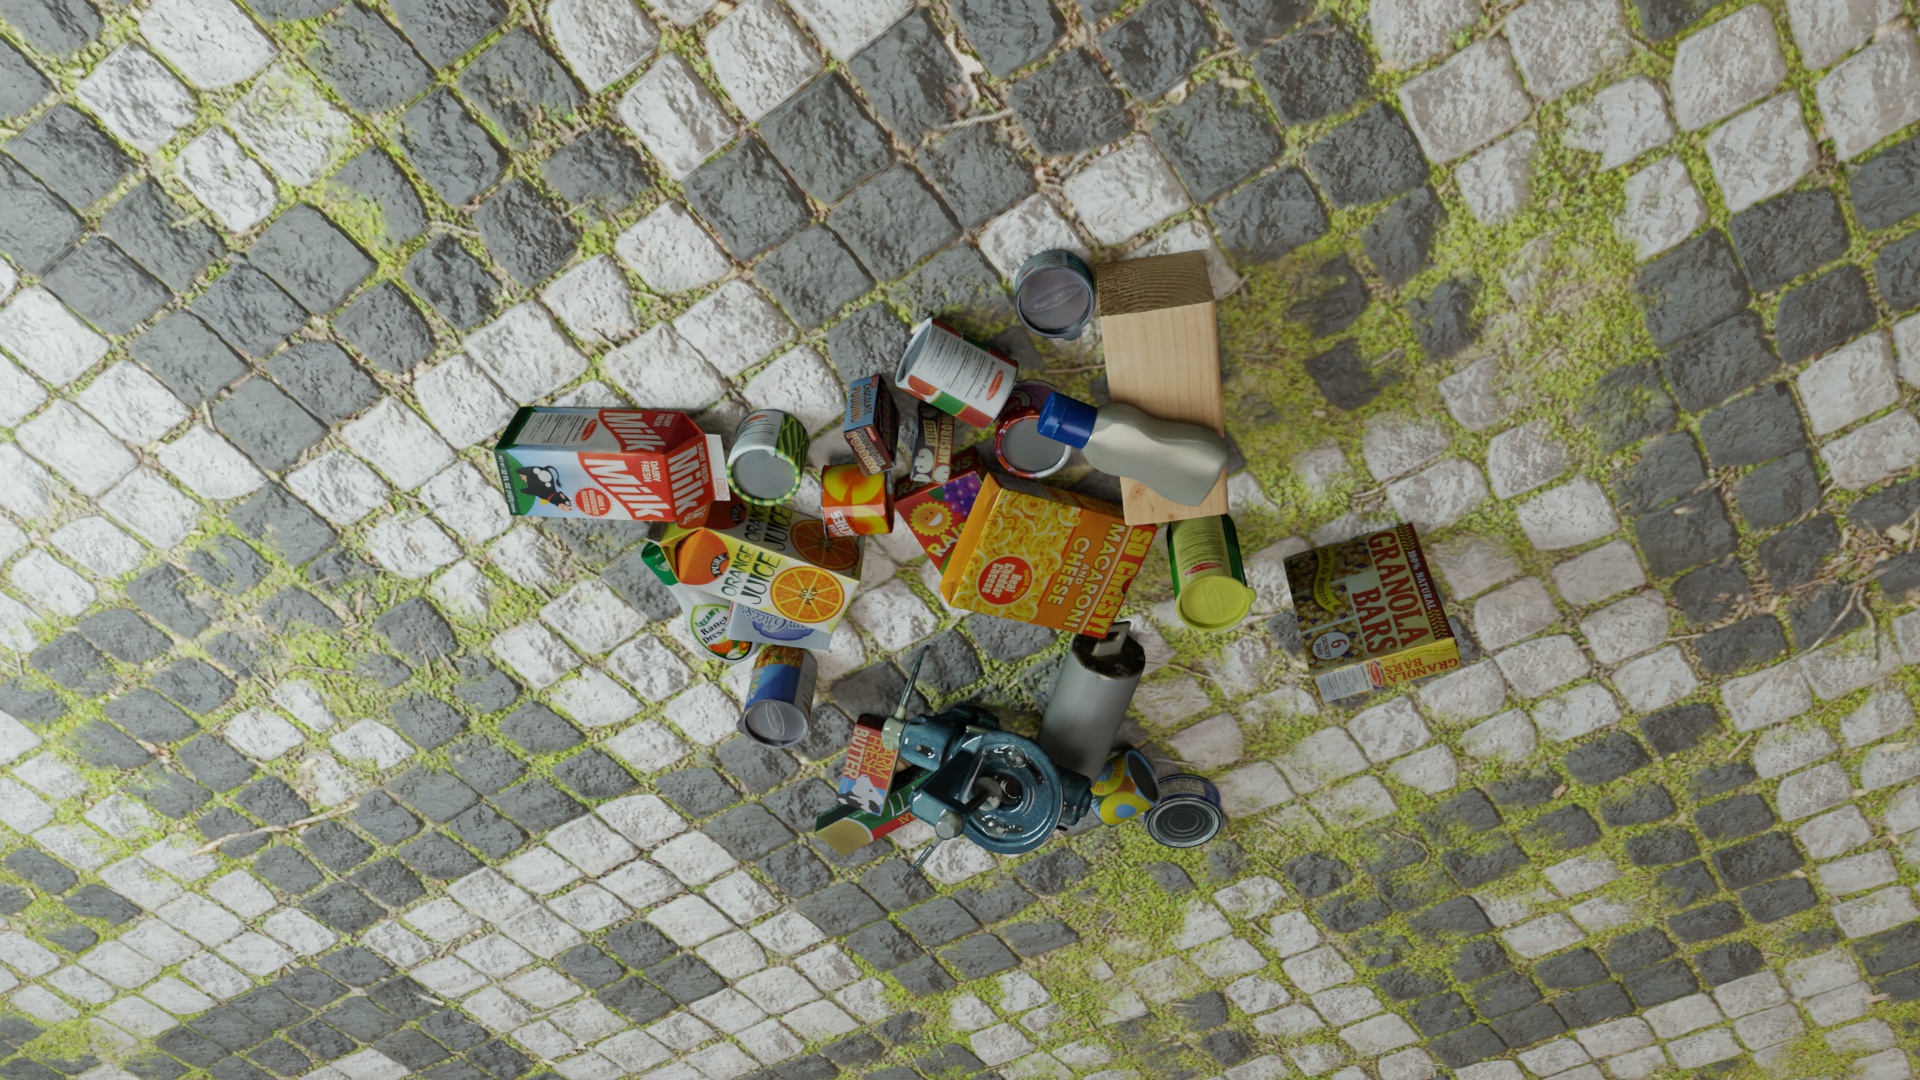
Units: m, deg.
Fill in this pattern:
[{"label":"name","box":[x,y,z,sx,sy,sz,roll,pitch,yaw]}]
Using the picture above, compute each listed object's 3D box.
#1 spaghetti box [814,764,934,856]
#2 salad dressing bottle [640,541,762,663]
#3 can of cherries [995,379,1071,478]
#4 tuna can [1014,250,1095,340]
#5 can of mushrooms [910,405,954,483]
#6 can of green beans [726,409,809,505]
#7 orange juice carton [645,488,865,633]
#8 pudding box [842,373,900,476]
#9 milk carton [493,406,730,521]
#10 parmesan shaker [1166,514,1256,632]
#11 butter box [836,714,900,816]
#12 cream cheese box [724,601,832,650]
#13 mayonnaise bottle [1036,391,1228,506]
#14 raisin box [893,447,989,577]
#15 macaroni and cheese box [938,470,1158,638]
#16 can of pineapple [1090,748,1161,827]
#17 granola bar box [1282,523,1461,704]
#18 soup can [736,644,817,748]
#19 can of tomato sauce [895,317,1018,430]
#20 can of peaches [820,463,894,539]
[{"label":"spaghetti box","box":[-0.049,0.272,1.504,0.249,0.029,0.050,-31,120,23]},{"label":"salad dressing bottle","box":[-0.248,0.055,1.335,0.064,0.044,0.147,-29,121,12]},{"label":"can of cherries","box":[0.060,-0.097,1.200,0.071,0.059,0.071,1,128,1]},{"label":"tuna can","box":[0.078,-0.200,1.137,0.071,0.033,0.070,1,127,1]},{"label":"can of mushrooms","box":[-0.025,-0.084,1.207,0.033,0.071,0.070,6,127,-4]},{"label":"can of green beans","box":[-0.170,-0.073,1.226,0.071,0.058,0.071,1,128,1]},{"label":"orange juice carton","box":[-0.191,0.010,1.282,0.193,0.072,0.072,20,125,-13]},{"label":"pudding box","box":[-0.075,-0.099,1.187,0.030,0.084,0.049,-16,125,13]},{"label":"milk carton","box":[-0.300,-0.067,1.221,0.191,0.074,0.072,2,127,4]},{"label":"parmesan shaker","box":[0.226,0.024,1.259,0.071,0.103,0.071,1,128,2]},{"label":"butter box","box":[-0.094,0.237,1.463,0.053,0.024,0.103,18,115,6]},{"label":"cream cheese box","box":[-0.171,0.073,1.334,0.104,0.024,0.053,9,108,-24]},{"label":"mayonnaise bottle","box":[0.136,-0.078,1.110,0.148,0.041,0.064,20,125,-10]},{"label":"raisin box","box":[0.005,-0.016,1.277,0.086,0.040,0.123,-22,125,18]},{"label":"macaroni and cheese box","box":[0.080,0.016,1.257,0.166,0.040,0.123,13,112,-25]},{"label":"can of pineapple","box":[0.169,0.260,1.464,0.057,0.071,0.071,-33,120,23]},{"label":"granola bar box","box":[0.364,0.062,1.244,0.124,0.166,0.039,-18,124,15]},{"label":"soup can","box":[-0.182,0.154,1.384,0.071,0.084,0.071,1,127,1]},{"label":"can of tomato sauce","box":[-0.004,-0.140,1.167,0.083,0.071,0.071,26,124,-16]},{"label":"can of peaches","box":[-0.092,-0.035,1.245,0.058,0.071,0.071,-4,127,3]}]
